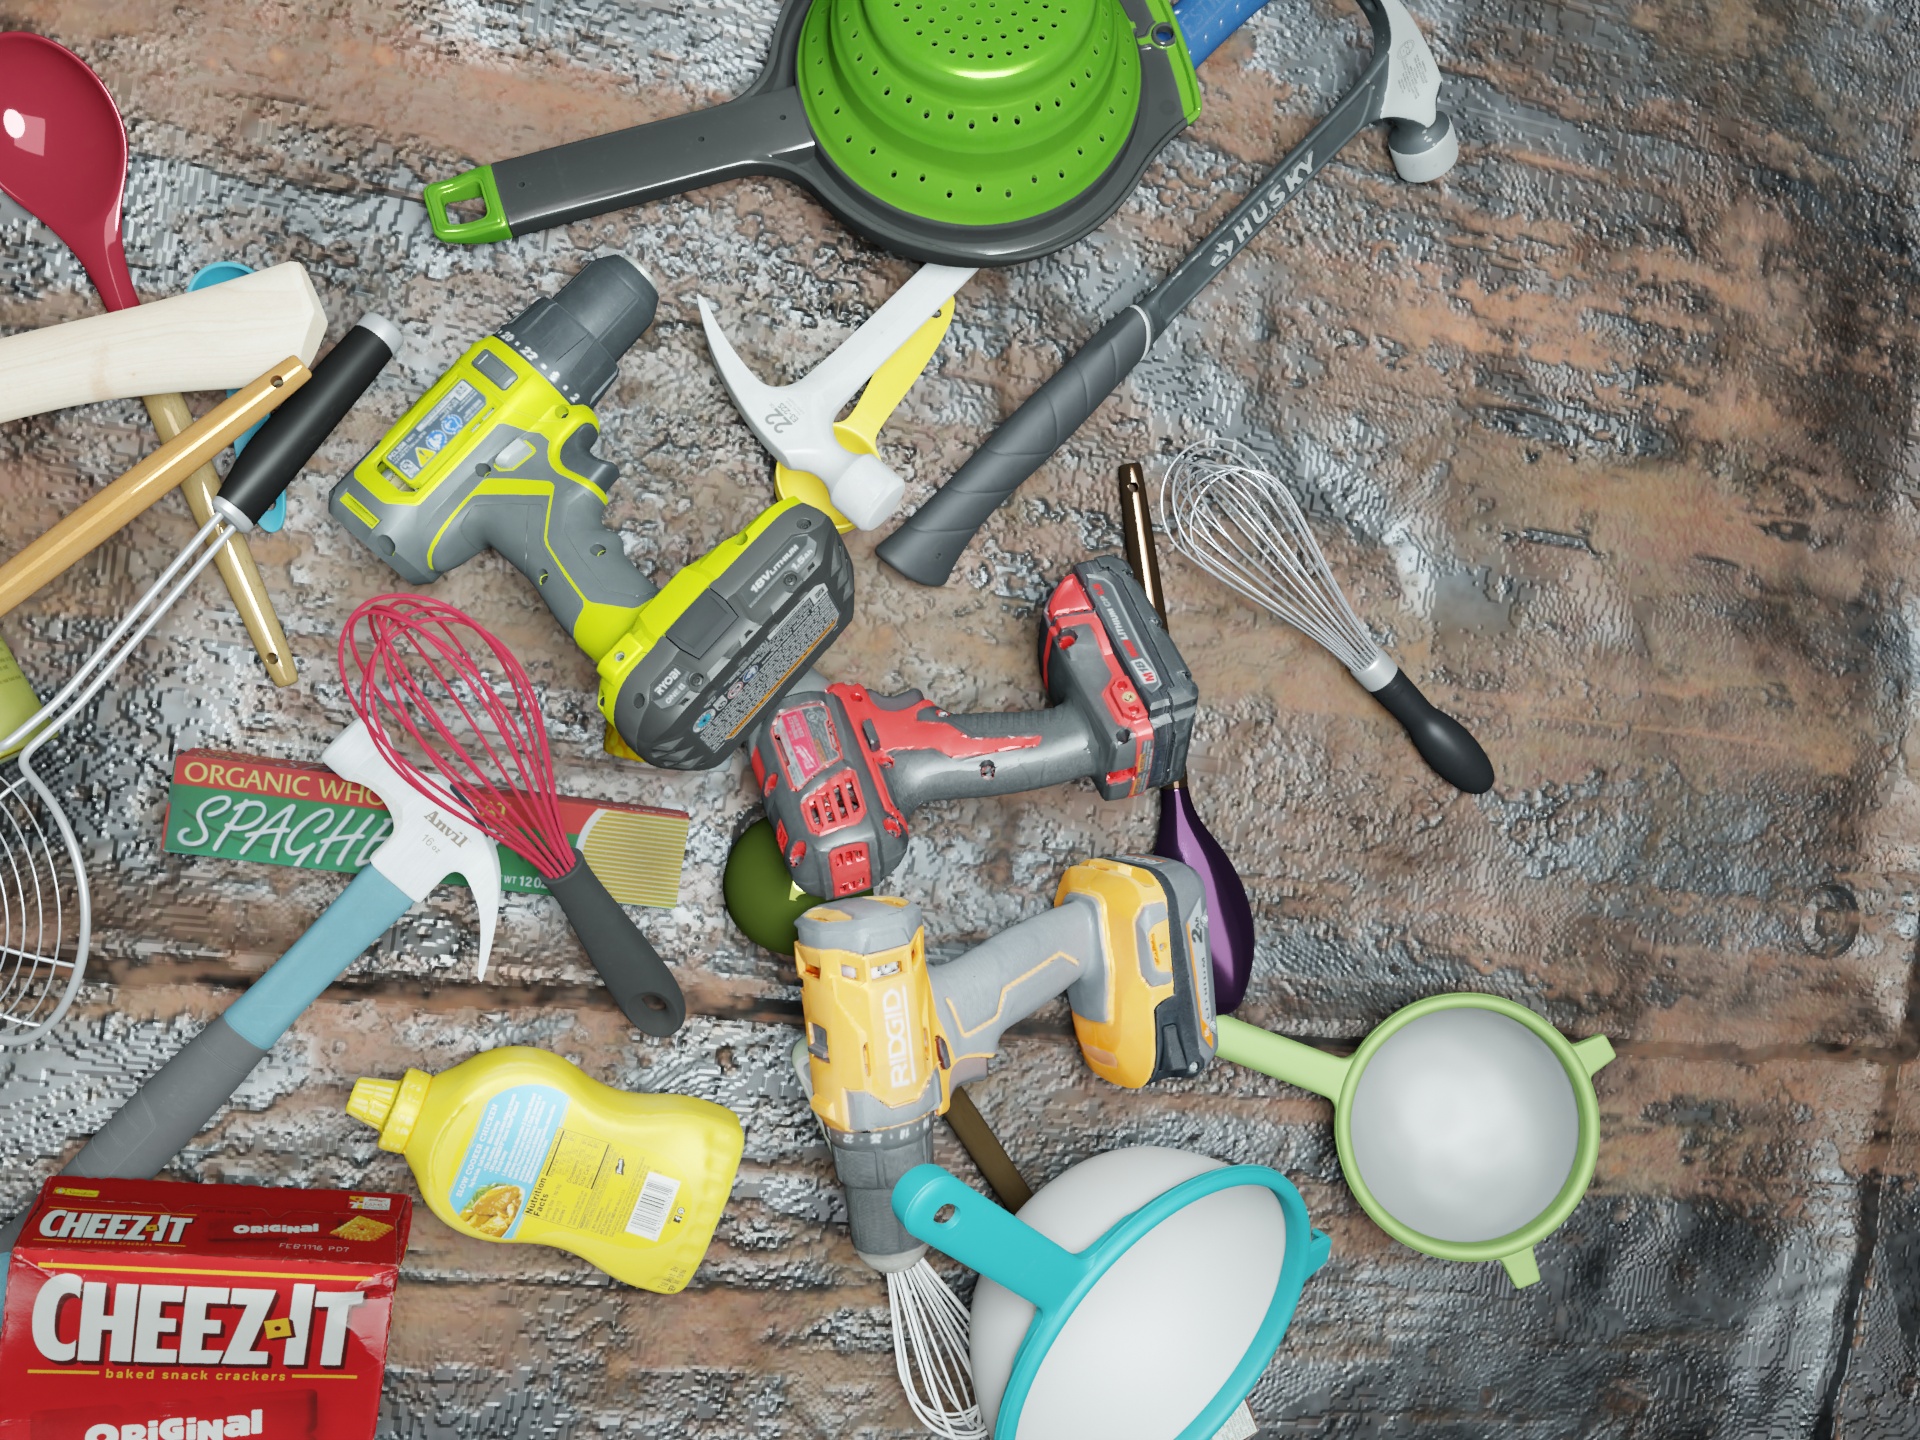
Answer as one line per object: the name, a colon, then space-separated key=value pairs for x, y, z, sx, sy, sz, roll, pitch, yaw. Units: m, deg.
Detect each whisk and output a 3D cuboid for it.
whisk: x=0.215 y=-0.050 z=0.908 sx=0.284 sy=0.070 sz=0.070 roll=43 pitch=82 yaw=-18
whisk: x=-0.036 y=0.284 z=0.866 sx=0.058 sy=0.059 sz=0.246 roll=-21 pitch=95 yaw=15
whisk: x=-0.199 y=0.056 z=0.753 sx=0.073 sy=0.073 sz=0.295 roll=-32 pitch=128 yaw=-11

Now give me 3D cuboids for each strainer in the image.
strainer: x=0.044 y=0.266 z=0.782 sx=0.211 sy=0.095 sz=0.340 roll=-50 pitch=133 yaw=-7
strainer: x=0.238 y=0.214 z=0.932 sx=0.256 sy=0.069 sz=0.151 roll=20 pitch=87 yaw=2

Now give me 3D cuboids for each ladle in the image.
ladle: x=-0.382 y=-0.164 z=0.755 sx=0.069 sy=0.031 sz=0.315 roll=-19 pitch=100 yaw=0
ladle: x=-0.023 y=0.184 z=0.870 sx=0.078 sy=0.062 sz=0.320 roll=-38 pitch=109 yaw=-18

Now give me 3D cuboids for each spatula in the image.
spatula: x=-0.412 y=-0.055 z=0.679 sx=0.322 sy=0.041 sz=0.081 roll=-42 pitch=104 yaw=-12
spatula: x=0.120 y=0.012 z=0.896 sx=0.060 sy=0.018 sz=0.316 roll=-9 pitch=93 yaw=1

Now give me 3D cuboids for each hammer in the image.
hammer: x=-0.352 y=0.157 z=0.762 sx=0.331 sy=0.033 sz=0.128 roll=-46 pitch=107 yaw=-1
hammer: x=0.034 y=-0.286 z=0.840 sx=0.144 sy=0.035 sz=0.405 roll=42 pitch=78 yaw=7
hammer: x=0.107 y=-0.225 z=0.853 sx=0.409 sy=0.036 sz=0.149 roll=-45 pitch=138 yaw=-3
hammer: x=-0.494 y=-0.140 z=0.706 sx=0.410 sy=0.038 sz=0.146 roll=-19 pitch=97 yaw=-8

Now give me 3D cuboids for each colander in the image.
colander: x=-0.071 y=-0.313 z=0.772 sx=0.397 sy=0.094 sz=0.204 roll=-17 pitch=80 yaw=-7

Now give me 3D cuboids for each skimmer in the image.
skimmer: x=-0.343 y=-0.034 z=0.713 sx=0.090 sy=0.127 sz=0.363 roll=25 pitch=69 yaw=15

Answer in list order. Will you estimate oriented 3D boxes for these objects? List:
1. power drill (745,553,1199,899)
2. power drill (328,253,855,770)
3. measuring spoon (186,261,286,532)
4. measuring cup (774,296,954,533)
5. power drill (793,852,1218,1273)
power drill: x=-0.001 y=-0.003 z=0.821 sx=0.219 sy=0.078 sz=0.143 roll=-17 pitch=55 yaw=-12
power drill: x=-0.161 y=-0.104 z=0.754 sx=0.229 sy=0.080 sz=0.190 roll=39 pitch=82 yaw=17
measuring spoon: x=-0.343 y=-0.156 z=0.774 sx=0.042 sy=0.021 sz=0.128 roll=-4 pitch=104 yaw=2
measuring cup: x=-0.046 y=-0.166 z=0.849 sx=0.062 sy=0.029 sz=0.156 roll=32 pitch=73 yaw=-7
power drill: x=0.025 y=0.170 z=0.826 sx=0.226 sy=0.084 sz=0.185 roll=-9 pitch=97 yaw=-32
